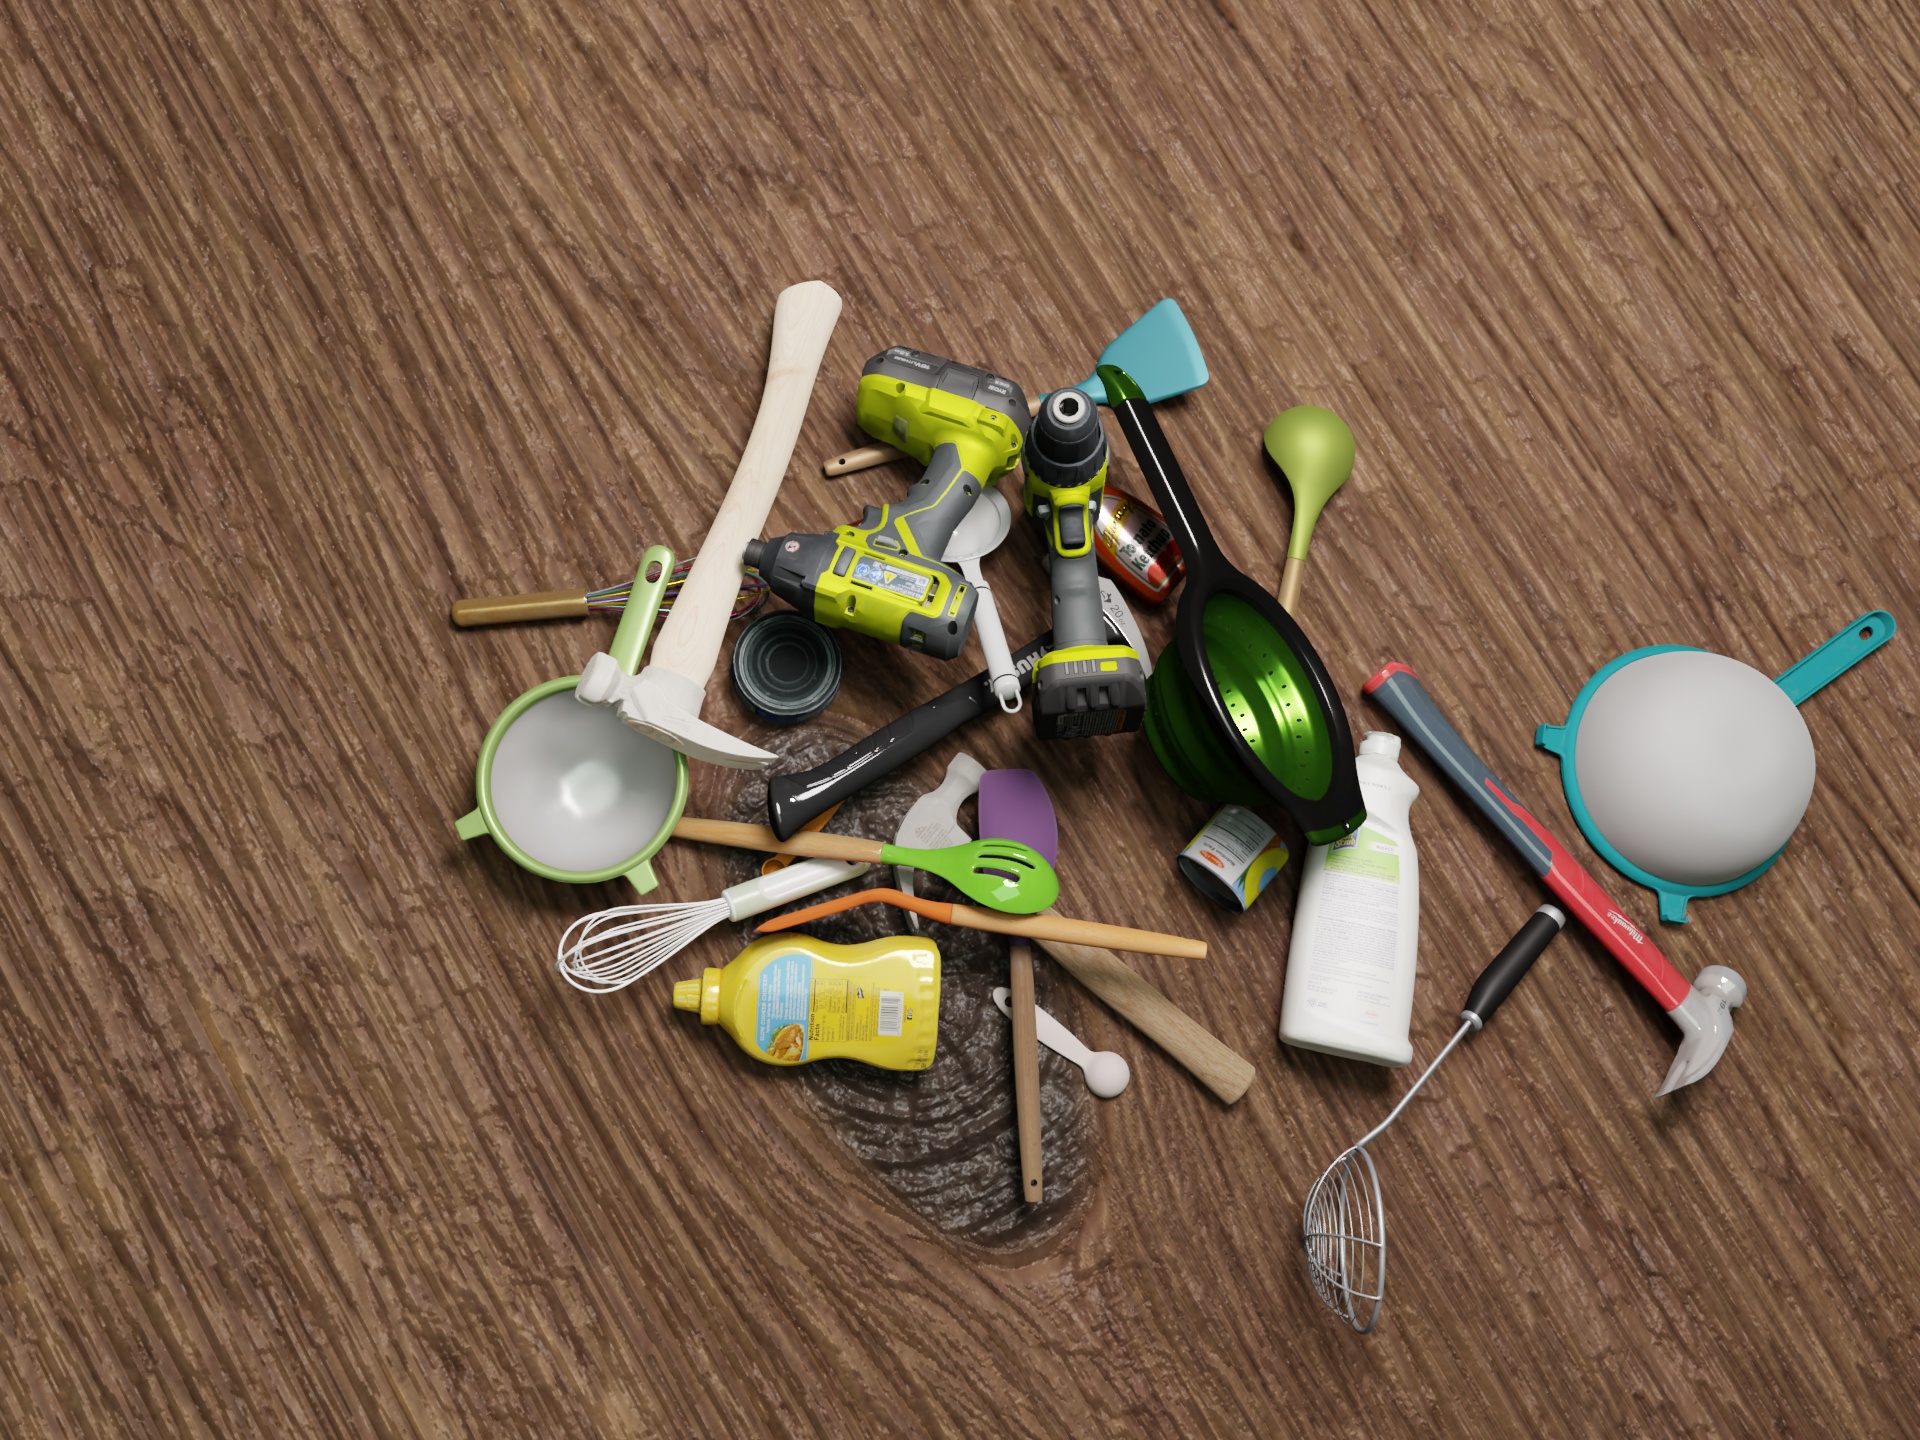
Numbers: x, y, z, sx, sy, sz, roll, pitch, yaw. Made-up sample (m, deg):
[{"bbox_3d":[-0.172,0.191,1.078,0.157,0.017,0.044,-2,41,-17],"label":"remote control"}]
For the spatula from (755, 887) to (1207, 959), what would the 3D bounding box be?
[{"bbox_3d":[0.016,0.153,1.150,0.322,0.081,0.041,8,89,1],"label":"spatula"}]

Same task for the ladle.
[{"bbox_3d":[0.262,-0.102,1.289,0.078,0.062,0.320,13,84,-12],"label":"ladle"}]

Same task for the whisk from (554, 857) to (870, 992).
[{"bbox_3d":[-0.176,0.137,1.160,0.246,0.059,0.058,-19,70,-24],"label":"whisk"}]

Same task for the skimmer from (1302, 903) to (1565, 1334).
[{"bbox_3d":[0.374,0.289,1.197,0.090,0.127,0.363,39,68,19],"label":"skimmer"}]

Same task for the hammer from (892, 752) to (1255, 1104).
[{"bbox_3d":[0.086,0.177,1.210,0.331,0.031,0.130,40,76,1],"label":"hammer"}]

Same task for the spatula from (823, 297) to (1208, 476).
[{"bbox_3d":[0.040,-0.254,1.282,0.317,0.044,0.082,-19,78,-10],"label":"spatula"}]

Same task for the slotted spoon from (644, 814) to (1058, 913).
[{"bbox_3d":[-0.083,0.096,1.170,0.314,0.031,0.070,7,39,9],"label":"slotted spoon"}]

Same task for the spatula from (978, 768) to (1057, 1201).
[{"bbox_3d":[0.048,0.193,1.176,0.059,0.018,0.316,-1,81,-8],"label":"spatula"}]

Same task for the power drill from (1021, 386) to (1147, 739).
[{"bbox_3d":[0.083,-0.112,1.139,0.080,0.190,0.229,-5,78,1],"label":"power drill"}]

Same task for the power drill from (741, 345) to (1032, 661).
[{"bbox_3d":[-0.048,-0.164,1.180,0.171,0.080,0.223,19,61,5],"label":"power drill"}]

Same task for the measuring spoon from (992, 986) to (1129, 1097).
[{"bbox_3d":[0.076,0.241,1.203,0.124,0.018,0.034,36,77,1],"label":"measuring spoon"}]

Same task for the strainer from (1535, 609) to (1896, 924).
[{"bbox_3d":[0.654,-0.001,1.287,0.340,0.095,0.211,-33,85,-11],"label":"strainer"}]

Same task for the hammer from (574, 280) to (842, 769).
[{"bbox_3d":[-0.151,-0.162,1.198,0.146,0.038,0.411,27,62,-21],"label":"hammer"}]

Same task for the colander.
[{"bbox_3d":[0.168,-0.078,1.204,0.204,0.094,0.397,-12,76,-55],"label":"colander"}]

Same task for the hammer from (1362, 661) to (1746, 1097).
[{"bbox_3d":[0.452,0.112,1.246,0.386,0.038,0.143,48,49,6],"label":"hammer"}]

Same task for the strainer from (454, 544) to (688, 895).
[{"bbox_3d":[-0.258,-0.004,1.178,0.151,0.069,0.256,17,79,-1],"label":"strainer"}]

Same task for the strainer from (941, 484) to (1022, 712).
[{"bbox_3d":[0.011,-0.102,1.210,0.087,0.050,0.259,-12,51,-4],"label":"strainer"}]

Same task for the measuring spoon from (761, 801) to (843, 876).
[{"bbox_3d":[-0.114,0.076,1.215,0.021,0.011,0.117,41,73,-15],"label":"measuring spoon"}]

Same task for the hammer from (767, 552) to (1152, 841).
[{"bbox_3d":[-0.002,-0.004,1.202,0.335,0.035,0.146,-31,80,-21],"label":"hammer"}]

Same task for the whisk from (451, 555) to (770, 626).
[{"bbox_3d":[-0.263,-0.093,1.216,0.245,0.051,0.047,-6,59,-5],"label":"whisk"}]
